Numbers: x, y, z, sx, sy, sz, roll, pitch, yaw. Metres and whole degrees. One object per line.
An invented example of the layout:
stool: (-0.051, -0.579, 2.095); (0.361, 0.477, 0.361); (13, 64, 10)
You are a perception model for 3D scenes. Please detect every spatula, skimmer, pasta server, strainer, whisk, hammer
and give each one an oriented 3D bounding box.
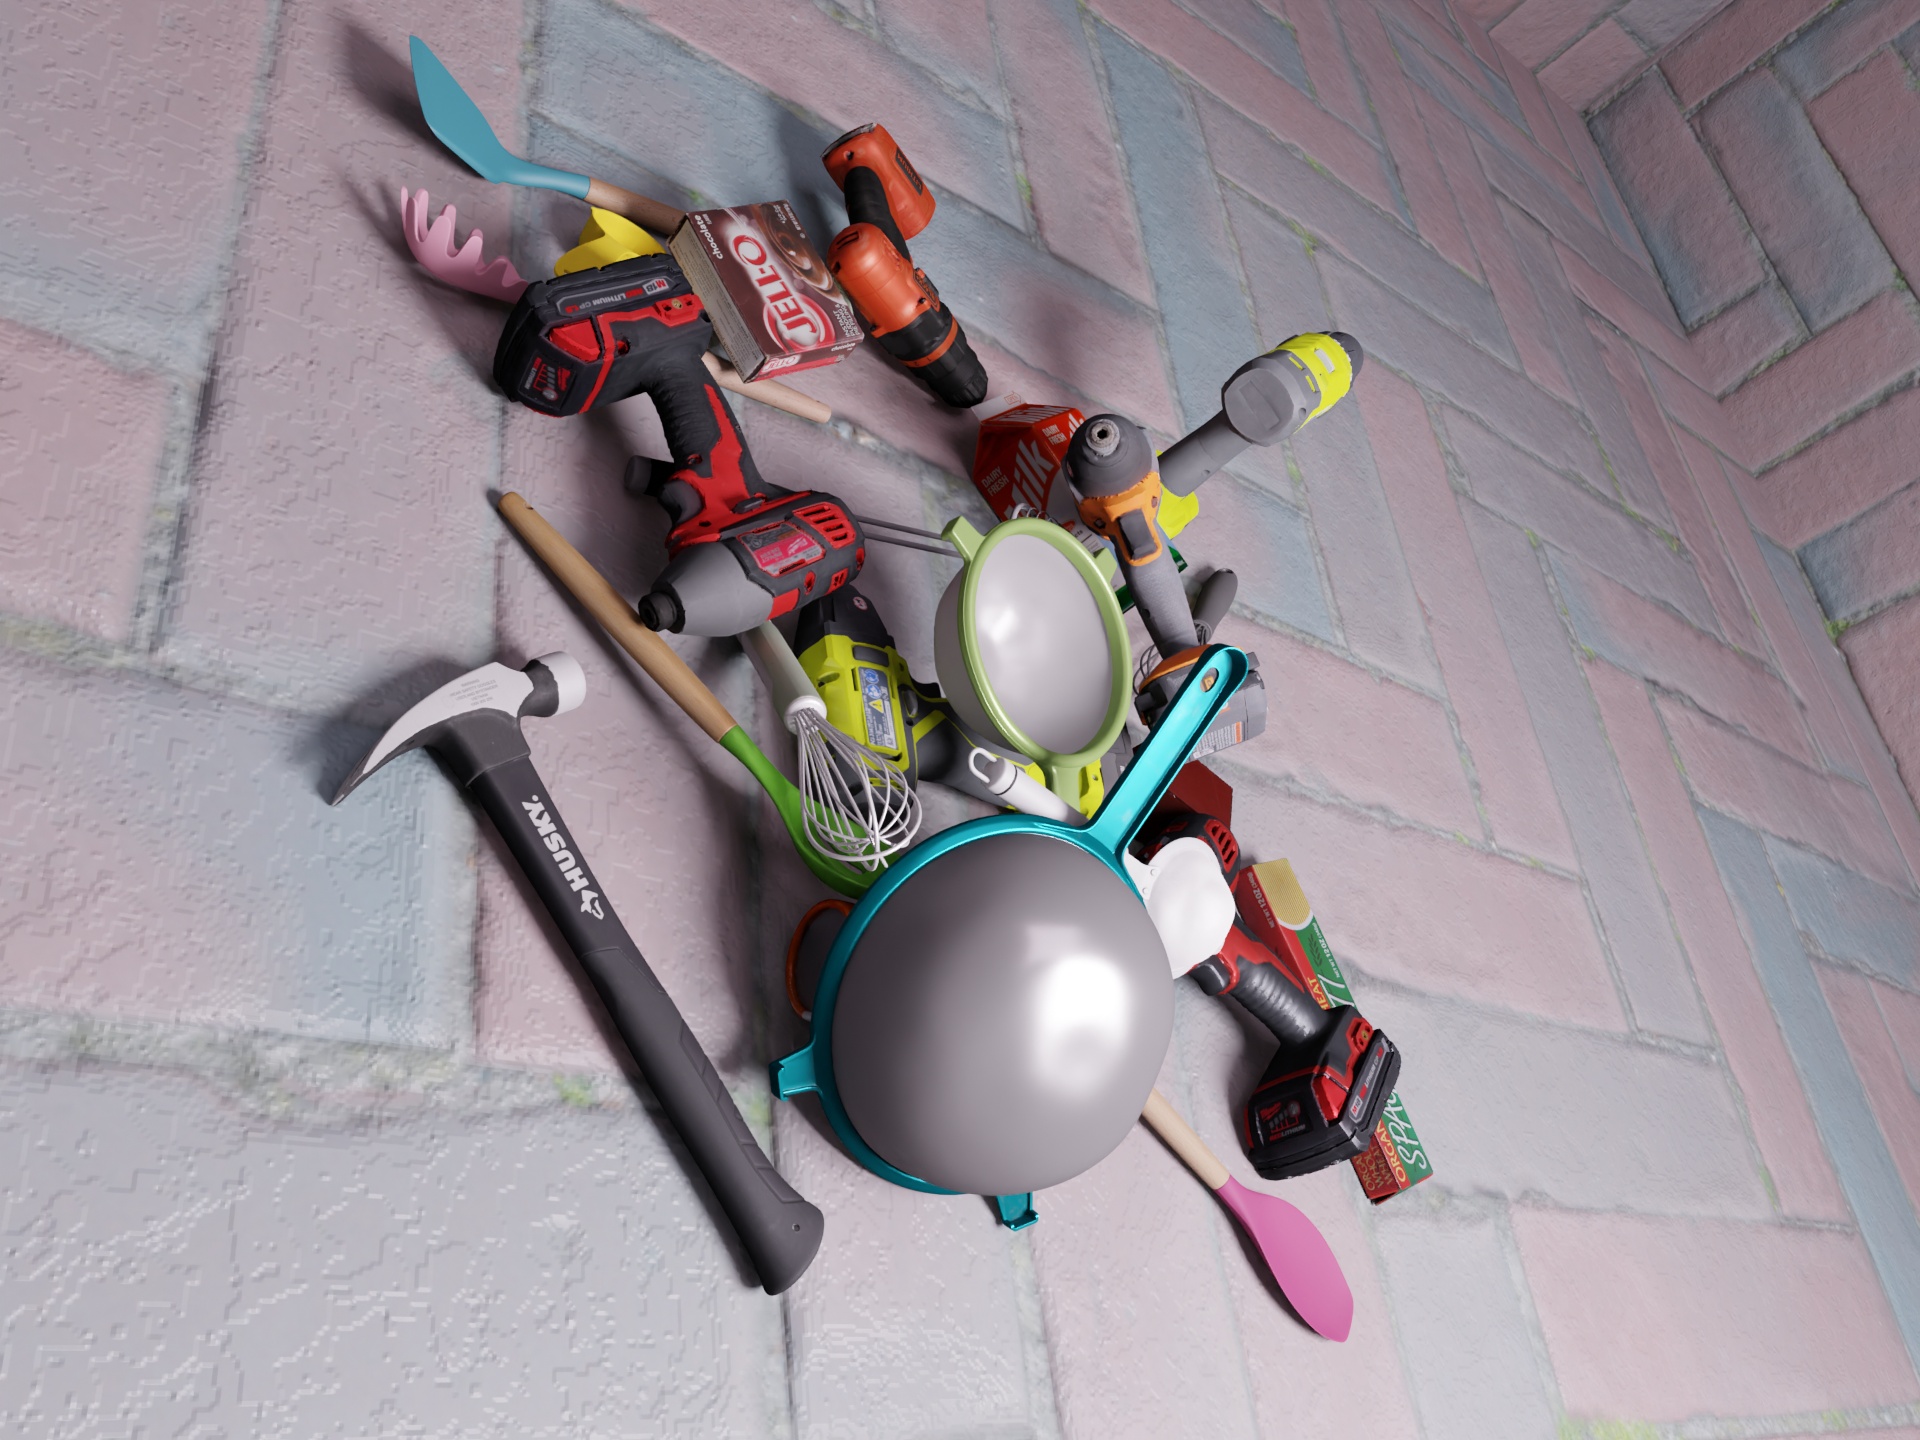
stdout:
spatula: (-0.222, -0.352, 1.059); (0.317, 0.044, 0.082); (9, 52, -43)
skimmer: (-0.056, -0.111, 1.060); (0.363, 0.090, 0.127); (10, 67, -29)
pasta server: (-0.206, -0.251, 1.004); (0.316, 0.040, 0.060); (15, 23, -40)
strainer: (0.091, 0.081, 0.904); (0.258, 0.050, 0.087); (35, 72, -35)
whisk: (-0.083, 0.002, 0.865); (0.059, 0.057, 0.247); (-19, 37, -13)
hammer: (-0.168, 0.125, 0.769); (0.146, 0.035, 0.335); (-26, 83, -52)
strainer: (0.037, 0.011, 0.939); (0.151, 0.069, 0.256); (4, 78, -47)
whisk: (0.187, -0.070, 1.270); (0.055, 0.055, 0.239); (48, 34, -7)
strainer: (0.072, 0.108, 0.821); (0.210, 0.095, 0.340); (38, 82, -30)

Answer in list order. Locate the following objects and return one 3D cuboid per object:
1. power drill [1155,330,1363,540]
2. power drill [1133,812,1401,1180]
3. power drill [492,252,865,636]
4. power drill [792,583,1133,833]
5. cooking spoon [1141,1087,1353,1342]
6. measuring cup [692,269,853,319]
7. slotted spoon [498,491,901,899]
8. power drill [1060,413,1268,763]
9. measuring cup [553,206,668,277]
power drill: (0.209, -0.222, 1.251); (0.080, 0.228, 0.190); (54, 38, 0)
power drill: (0.174, 0.187, 1.030); (0.226, 0.080, 0.188); (53, 38, -4)
power drill: (-0.165, -0.149, 0.907); (0.143, 0.078, 0.220); (-30, 82, -38)
power drill: (-0.002, -0.003, 1.002); (0.223, 0.080, 0.171); (12, 55, -36)
cooking spoon: (0.145, 0.268, 0.989); (0.318, 0.017, 0.069); (49, 36, -10)
measuring cup: (-0.145, -0.278, 1.090); (0.167, 0.038, 0.083); (-23, 80, -46)
slotted spoon: (-0.144, -0.011, 0.870); (0.314, 0.031, 0.070); (46, 20, 5)
power drill: (0.128, -0.093, 1.053); (0.164, 0.084, 0.227); (40, 29, -77)
measuring cup: (-0.225, -0.280, 0.983); (0.062, 0.029, 0.157); (35, 26, -10)
